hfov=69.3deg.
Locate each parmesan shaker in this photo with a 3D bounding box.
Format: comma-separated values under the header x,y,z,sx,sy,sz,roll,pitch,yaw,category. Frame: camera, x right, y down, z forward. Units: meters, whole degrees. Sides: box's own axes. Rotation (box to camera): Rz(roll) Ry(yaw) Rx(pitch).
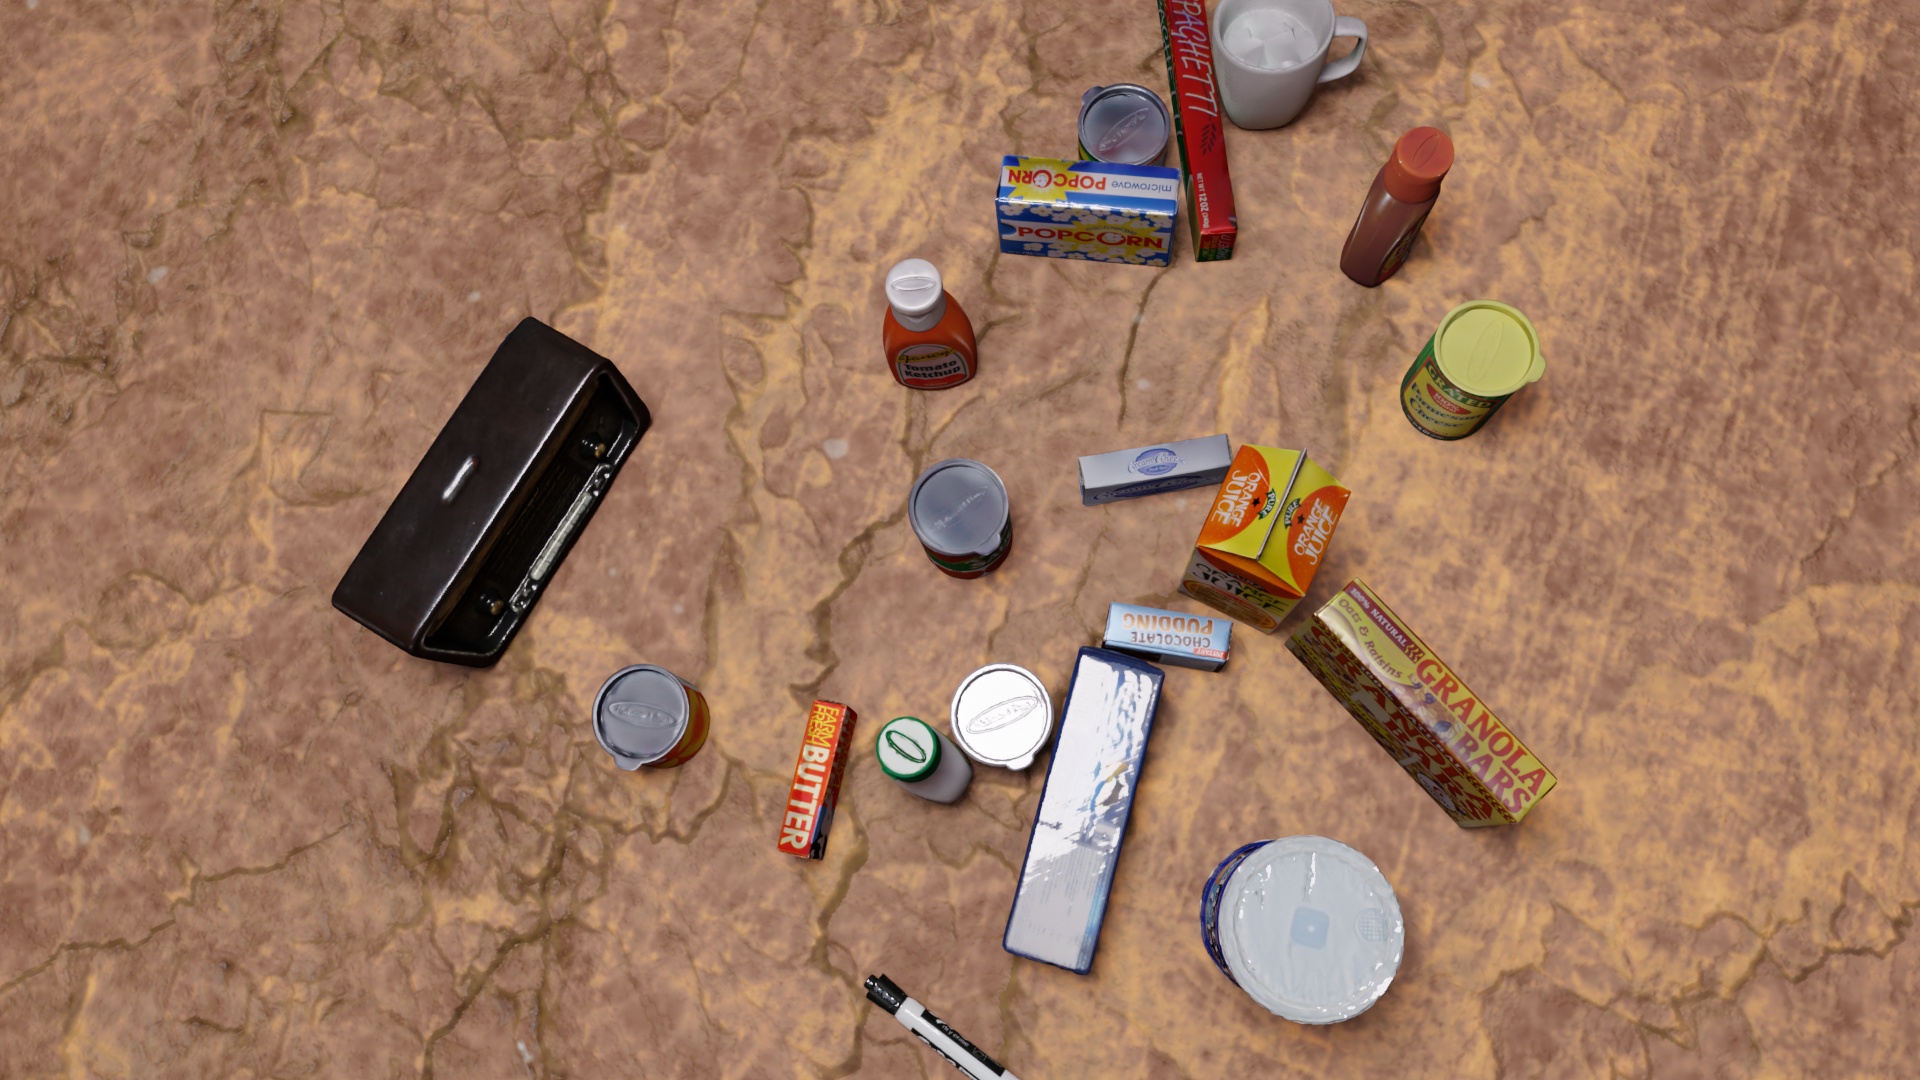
x,y,z,sx,sy,sz,roll,pitch,yaw,category
0.343,-0.111,0.935,0.071,0.103,0.071,-1,77,4,parmesan shaker

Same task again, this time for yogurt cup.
x,y,z,sx,sy,sz,roll,pitch,yaw,category
0.029,0.119,0.929,0.072,0.054,0.072,-1,77,4,yogurt cup

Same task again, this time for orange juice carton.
x,y,z,sx,sy,sz,roll,pitch,yaw,category
0.189,-0.001,0.874,0.073,0.192,0.072,25,80,10,orange juice carton

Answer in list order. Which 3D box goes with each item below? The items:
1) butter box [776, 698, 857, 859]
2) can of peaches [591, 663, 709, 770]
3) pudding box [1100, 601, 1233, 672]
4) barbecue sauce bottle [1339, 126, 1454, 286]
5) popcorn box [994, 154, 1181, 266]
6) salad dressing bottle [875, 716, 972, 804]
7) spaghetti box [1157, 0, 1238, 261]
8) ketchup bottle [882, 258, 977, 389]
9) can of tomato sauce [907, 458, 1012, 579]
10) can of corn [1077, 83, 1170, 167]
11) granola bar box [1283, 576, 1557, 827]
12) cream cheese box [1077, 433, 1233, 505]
x,y,z,sx,sy,sz,roll,pitch,yaw,category
-0.095,0.160,0.929,0.024,0.053,0.103,11,78,7,butter box
-0.210,0.123,0.945,0.071,0.058,0.071,-1,77,4,can of peaches
0.138,0.066,0.936,0.084,0.049,0.030,9,78,7,pudding box
0.298,-0.228,0.944,0.044,0.148,0.065,36,82,11,barbecue sauce bottle
0.091,-0.235,0.994,0.127,0.085,0.038,6,78,6,popcorn box
-0.026,0.137,0.881,0.064,0.147,0.044,35,82,11,salad dressing bottle
0.173,-0.330,1.029,0.029,0.050,0.250,-6,76,3,spaghetti box
-0.024,-0.147,0.949,0.065,0.148,0.043,-5,77,4,ketchup bottle
0.003,-0.012,0.948,0.071,0.083,0.071,-1,77,4,can of tomato sauce
0.117,-0.293,1.020,0.071,0.058,0.071,-1,77,4,can of corn
0.285,0.105,0.877,0.039,0.124,0.166,-41,77,-5,granola bar box
0.133,-0.048,0.962,0.104,0.053,0.024,-9,76,2,cream cheese box
